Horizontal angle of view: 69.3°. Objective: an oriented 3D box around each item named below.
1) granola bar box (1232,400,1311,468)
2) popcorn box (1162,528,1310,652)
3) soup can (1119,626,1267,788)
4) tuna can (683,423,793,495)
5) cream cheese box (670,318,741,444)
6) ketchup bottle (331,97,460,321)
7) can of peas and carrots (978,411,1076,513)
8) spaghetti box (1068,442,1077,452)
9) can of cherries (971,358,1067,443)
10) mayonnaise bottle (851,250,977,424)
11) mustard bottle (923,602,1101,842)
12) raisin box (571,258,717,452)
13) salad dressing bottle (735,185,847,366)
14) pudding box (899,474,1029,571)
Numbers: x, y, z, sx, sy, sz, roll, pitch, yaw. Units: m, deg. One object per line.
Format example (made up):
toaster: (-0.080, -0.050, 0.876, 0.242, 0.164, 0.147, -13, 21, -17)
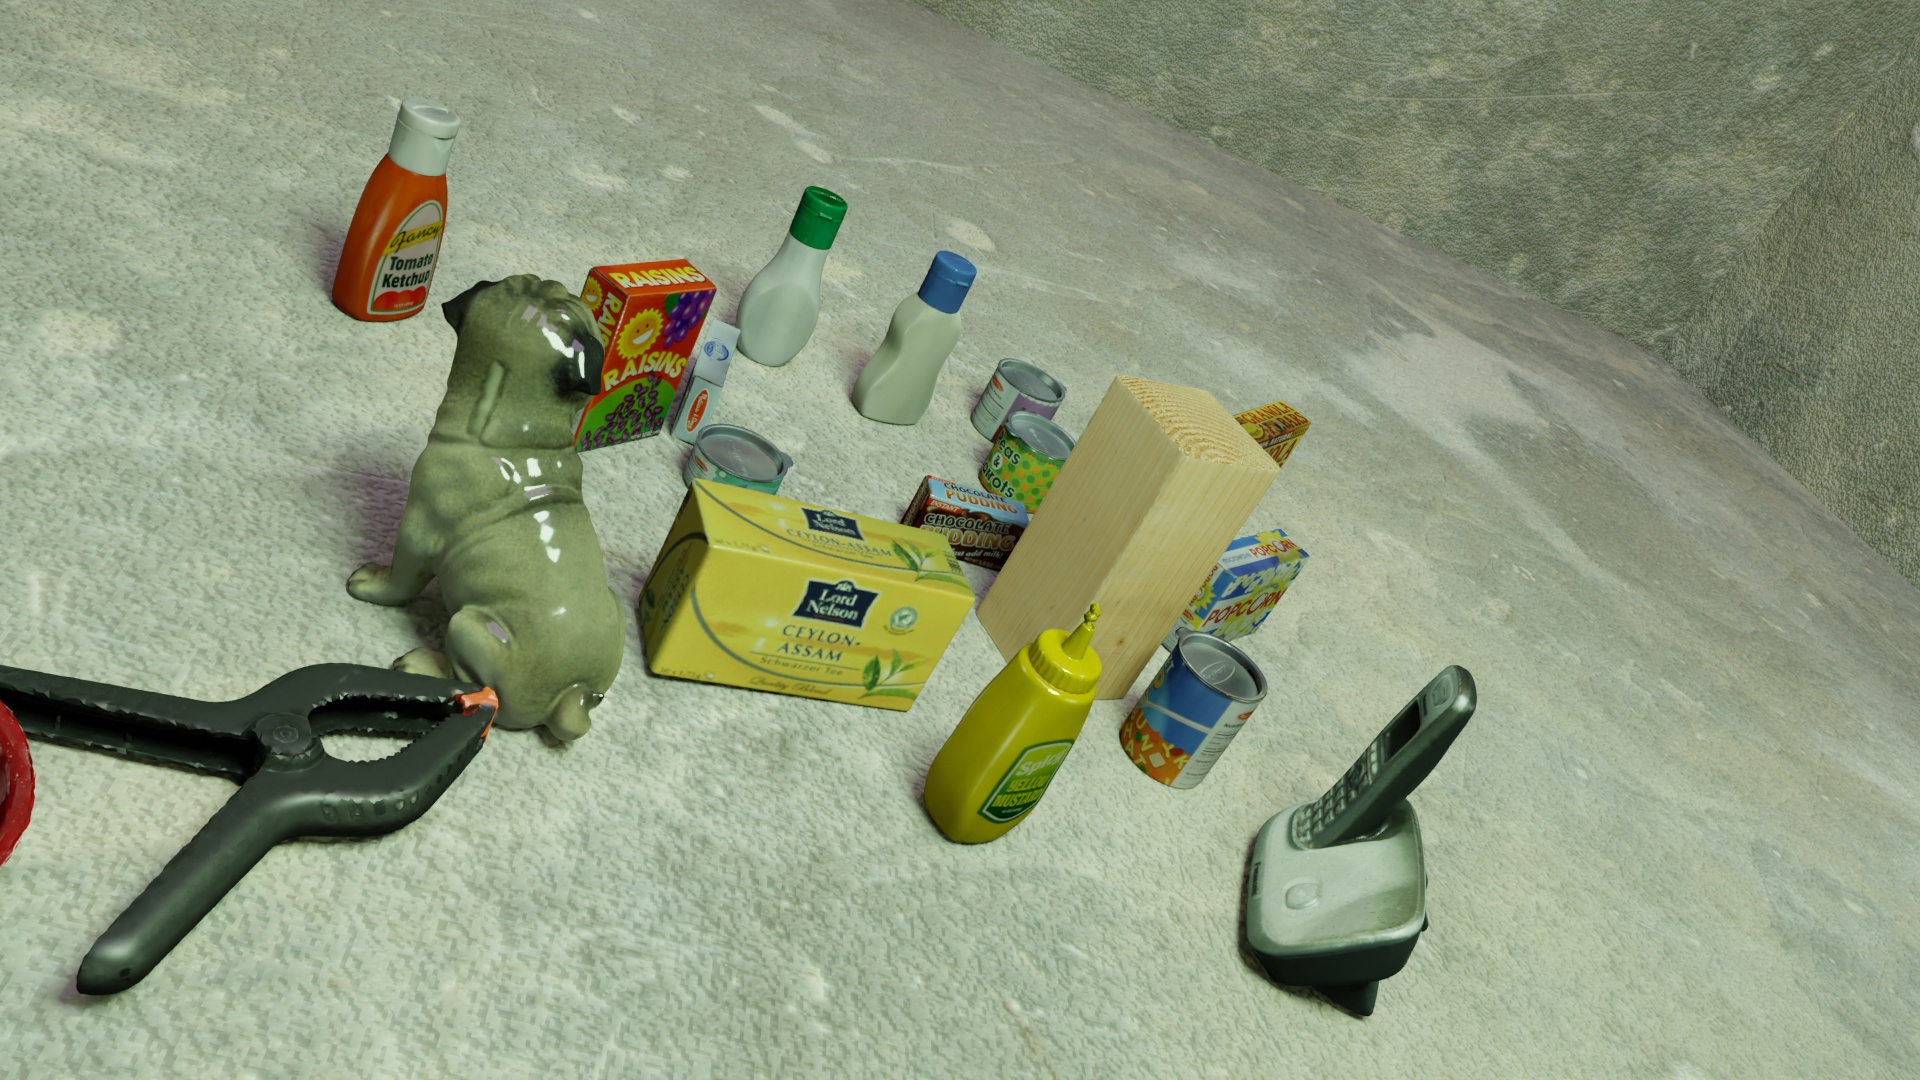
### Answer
granola bar box: (0.231, -0.055, 1.216, 0.039, 0.123, 0.166, 40, 30, 20)
popcorn box: (0.211, 0.040, 1.086, 0.038, 0.084, 0.127, 44, 32, 26)
soup can: (0.151, 0.111, 0.920, 0.071, 0.083, 0.072, 22, 29, -13)
tuna can: (-0.153, -0.048, 0.959, 0.071, 0.032, 0.071, 22, 29, -13)
cream cheese box: (-0.187, -0.117, 1.019, 0.024, 0.053, 0.104, 22, 29, -14)
ketchup bottle: (-0.369, -0.218, 0.919, 0.043, 0.148, 0.065, 37, 29, 14)
can of peas and carrots: (0.054, -0.064, 1.142, 0.071, 0.058, 0.071, 22, 29, -13)
spaghetti box: (0.144, -0.090, 1.273, 0.029, 0.050, 0.251, 35, 29, 11)
can of cherries: (0.053, -0.118, 1.229, 0.071, 0.058, 0.072, 22, 29, -13)
mayonnaise bottle: (-0.033, -0.164, 1.132, 0.065, 0.147, 0.041, 6, 36, -37)
mustard bottle: (0.037, 0.098, 0.760, 0.065, 0.159, 0.049, -1, 40, -43)
raisin box: (-0.222, -0.124, 0.926, 0.040, 0.122, 0.086, 40, 30, 19)
salad dressing bottle: (-0.135, -0.212, 1.120, 0.064, 0.147, 0.044, 16, 31, -24)
pudding box: (0.004, -0.013, 1.024, 0.084, 0.049, 0.030, 16, 31, -22)
